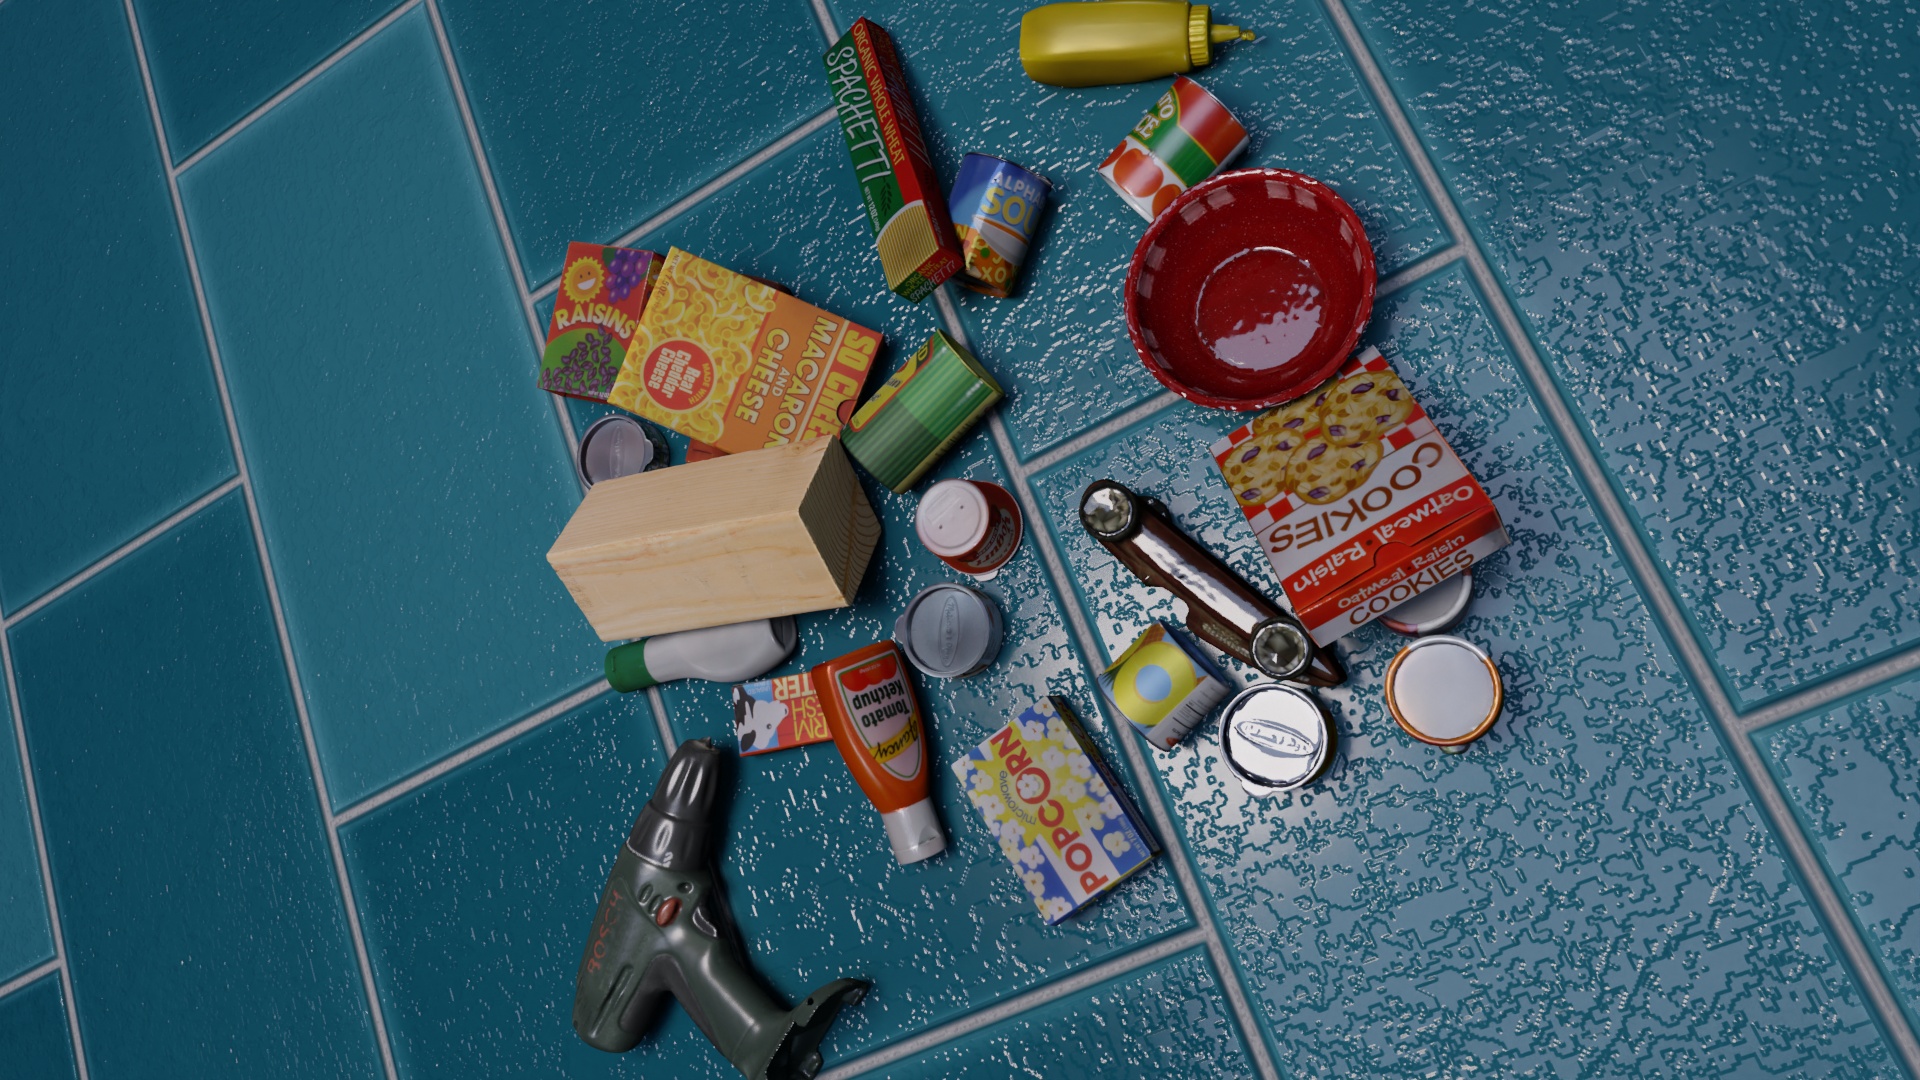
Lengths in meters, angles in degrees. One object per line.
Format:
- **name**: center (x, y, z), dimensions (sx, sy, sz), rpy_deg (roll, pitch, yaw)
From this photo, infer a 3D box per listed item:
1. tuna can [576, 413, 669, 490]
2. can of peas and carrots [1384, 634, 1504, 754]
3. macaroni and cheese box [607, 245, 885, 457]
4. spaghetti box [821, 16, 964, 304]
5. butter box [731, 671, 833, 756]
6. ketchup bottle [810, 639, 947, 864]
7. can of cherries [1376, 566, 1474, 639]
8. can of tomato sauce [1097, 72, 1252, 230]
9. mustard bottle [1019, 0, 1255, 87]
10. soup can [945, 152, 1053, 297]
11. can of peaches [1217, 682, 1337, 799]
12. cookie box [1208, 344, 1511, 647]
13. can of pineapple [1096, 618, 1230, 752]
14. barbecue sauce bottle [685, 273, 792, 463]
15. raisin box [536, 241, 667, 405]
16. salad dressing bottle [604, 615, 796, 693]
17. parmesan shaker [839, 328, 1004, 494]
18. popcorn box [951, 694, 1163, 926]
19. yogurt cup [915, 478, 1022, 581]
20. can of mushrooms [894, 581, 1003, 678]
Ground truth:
- **tuna can**: center (-0.262, -0.065, 1.091), dimensions (0.071, 0.033, 0.071), rpy_deg (-3, 81, 21)
- **can of peas and carrots**: center (0.290, 0.093, 0.832), dimensions (0.071, 0.059, 0.071), rpy_deg (-3, 81, 22)
- **macaroni and cheese box**: center (-0.155, -0.124, 1.015), dimensions (0.166, 0.040, 0.123), rpy_deg (22, 91, -4)
- **spaghetti box**: center (-0.052, -0.280, 1.002), dimensions (0.050, 0.028, 0.251), rpy_deg (-36, 54, 29)
- **butter box**: center (-0.115, 0.123, 1.008), dimensions (0.103, 0.024, 0.053), rpy_deg (-13, 78, 20)
- **ketchup bottle**: center (-0.051, 0.147, 0.958), dimensions (0.043, 0.065, 0.149), rpy_deg (-24, 85, 58)
- **can of cherries**: center (0.276, 0.024, 0.848), dimensions (0.071, 0.058, 0.071), rpy_deg (-3, 82, 21)
- **can of tomato sauce**: center (0.143, -0.261, 0.939), dimensions (0.083, 0.071, 0.071), rpy_deg (-47, 69, 10)
- **mustard bottle**: center (0.124, -0.348, 0.965), dimensions (0.160, 0.065, 0.049), rpy_deg (2, 88, 16)
- **soup can**: center (0.021, -0.222, 0.982), dimensions (0.071, 0.071, 0.083), rpy_deg (21, 91, 23)
- **can of peaches**: center (0.198, 0.124, 0.865), dimensions (0.071, 0.058, 0.071), rpy_deg (-3, 82, 21)
- **cookie box**: center (0.234, -0.031, 0.838), dimensions (0.123, 0.040, 0.168), rpy_deg (-32, 38, 14)
- **can of pineapple**: center (0.129, 0.091, 0.893), dimensions (0.058, 0.071, 0.071), rpy_deg (-46, 69, 9)
- **barbecue sauce bottle**: center (-0.174, -0.127, 1.059), dimensions (0.065, 0.043, 0.148), rpy_deg (12, 87, 17)
- **raisin box**: center (-0.281, -0.172, 1.111), dimensions (0.086, 0.040, 0.123), rpy_deg (11, 88, 24)
- **salad dressing bottle**: center (-0.196, 0.080, 1.037), dimensions (0.147, 0.044, 0.064), rpy_deg (-16, 70, 20)
- **parmesan shaker**: center (-0.028, -0.090, 0.980), dimensions (0.103, 0.071, 0.071), rpy_deg (-44, 69, 10)
- **popcorn box**: center (0.063, 0.178, 0.921), dimensions (0.085, 0.038, 0.127), rpy_deg (-38, 70, 13)
- **yogurt cup**: center (0.003, -0.012, 0.965), dimensions (0.072, 0.054, 0.072), rpy_deg (-4, 80, 21)
- **can of mushrooms**: center (-0.007, 0.063, 0.970), dimensions (0.071, 0.033, 0.071), rpy_deg (-3, 82, 21)
